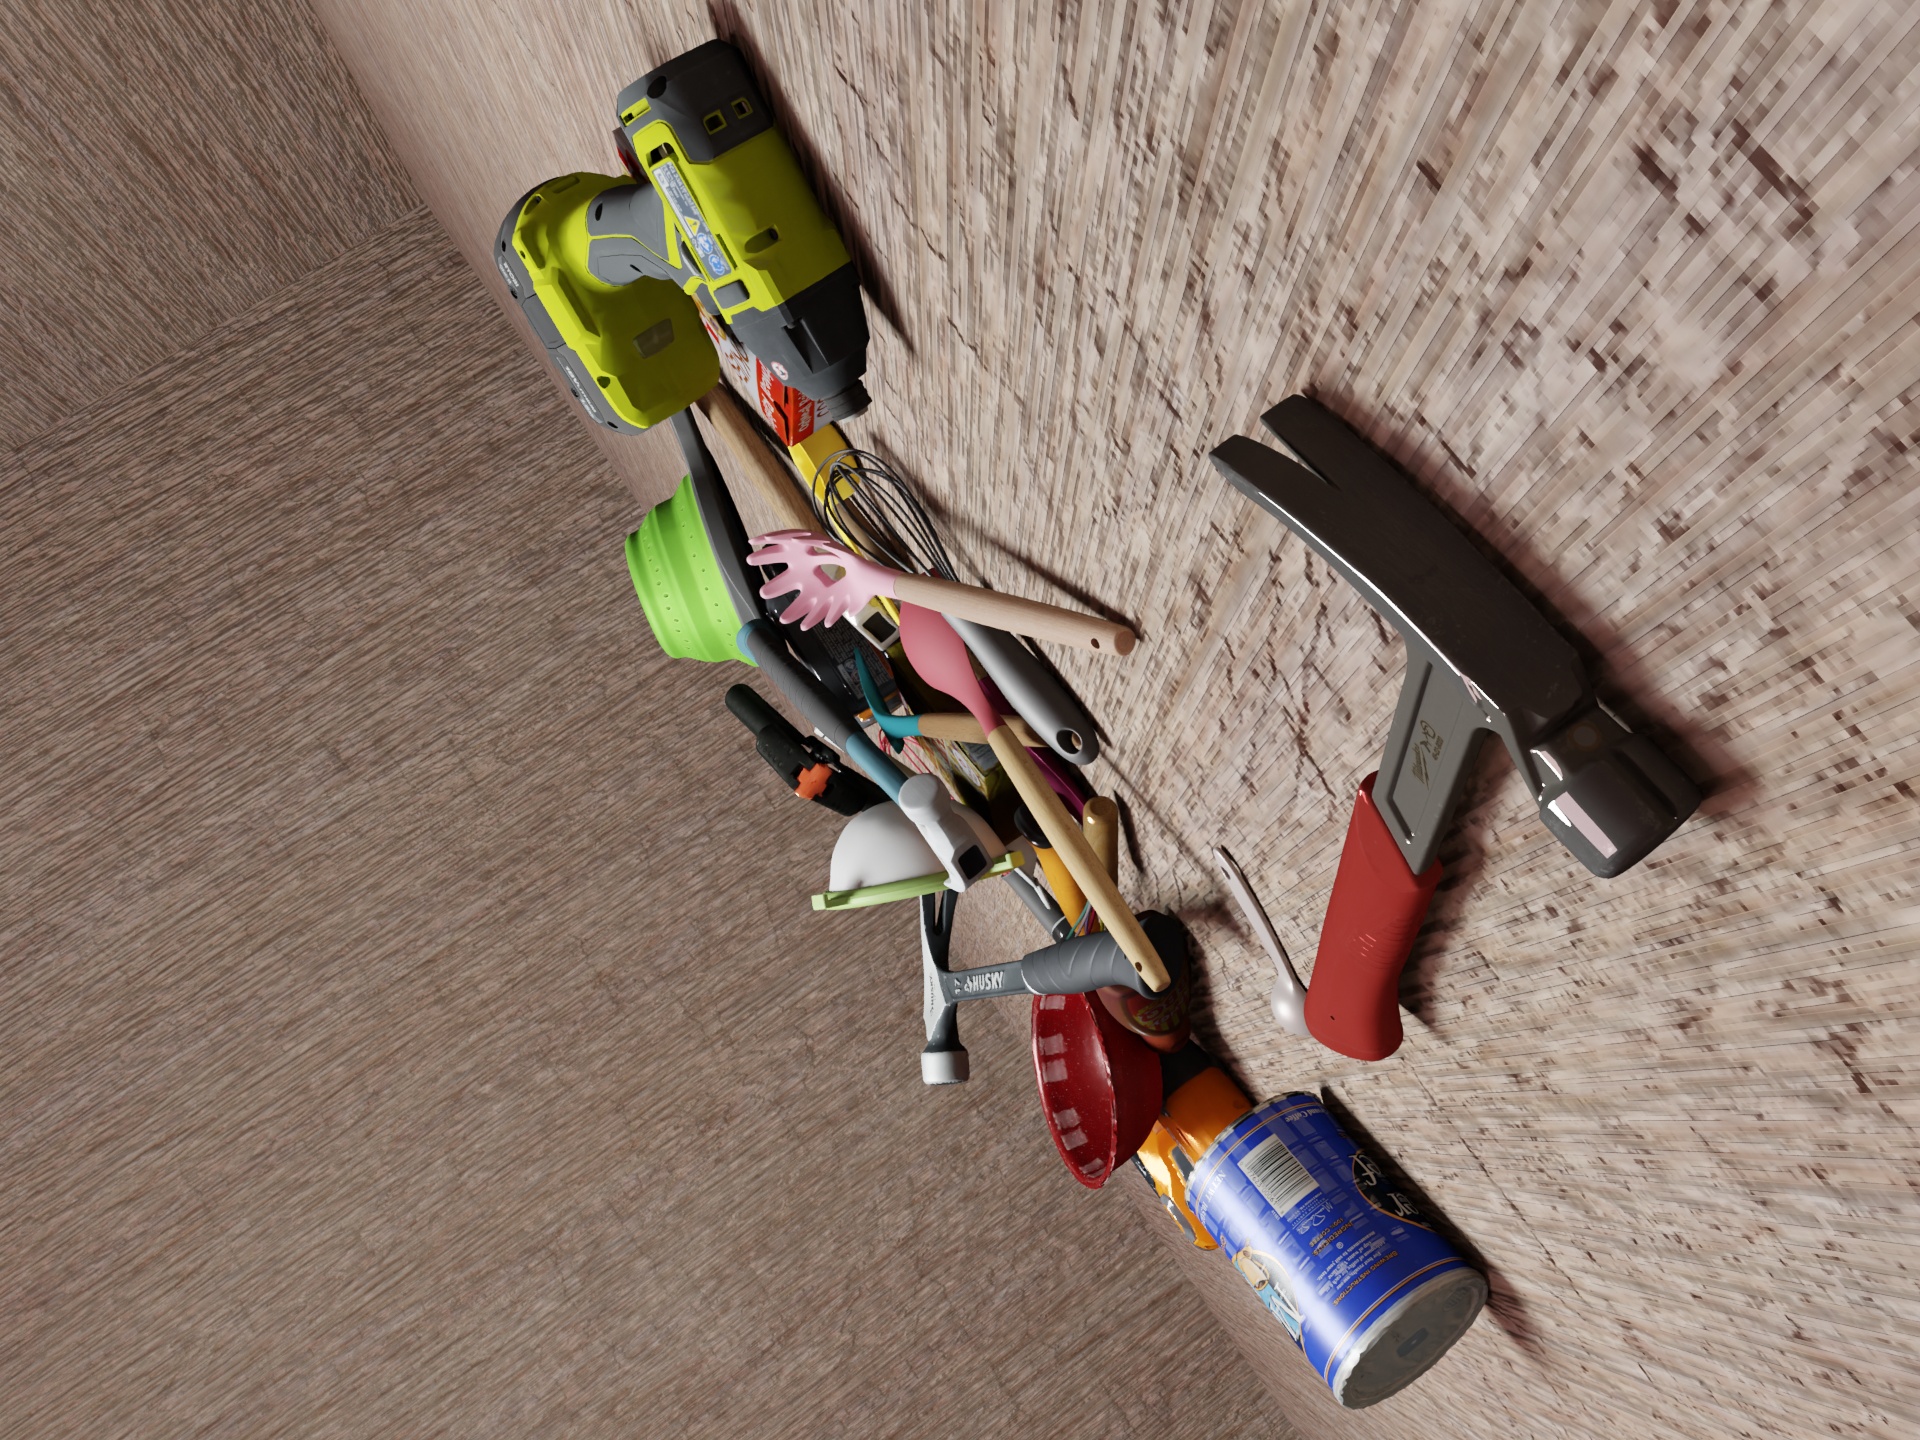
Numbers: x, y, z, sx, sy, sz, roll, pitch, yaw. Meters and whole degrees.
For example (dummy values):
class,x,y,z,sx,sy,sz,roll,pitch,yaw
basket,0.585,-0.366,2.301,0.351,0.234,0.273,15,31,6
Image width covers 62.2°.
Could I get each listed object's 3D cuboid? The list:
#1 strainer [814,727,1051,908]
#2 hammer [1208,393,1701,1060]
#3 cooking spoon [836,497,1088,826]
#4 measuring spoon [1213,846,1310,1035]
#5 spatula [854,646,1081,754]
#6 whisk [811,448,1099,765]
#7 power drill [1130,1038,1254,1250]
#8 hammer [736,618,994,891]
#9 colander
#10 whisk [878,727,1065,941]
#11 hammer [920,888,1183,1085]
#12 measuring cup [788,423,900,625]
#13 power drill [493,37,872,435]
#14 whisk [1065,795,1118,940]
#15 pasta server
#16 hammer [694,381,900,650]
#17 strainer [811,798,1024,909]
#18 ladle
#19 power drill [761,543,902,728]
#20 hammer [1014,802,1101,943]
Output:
class,x,y,z,sx,sy,sz,roll,pitch,yaw
strainer,-0.020,0.061,1.281,0.258,0.050,0.087,34,176,-6
hammer,0.140,0.044,0.545,0.149,0.037,0.358,52,170,25
cooking spoon,-0.001,-0.044,1.052,0.319,0.017,0.068,52,174,19
measuring spoon,0.152,0.116,0.814,0.124,0.018,0.034,60,171,-22
spatula,-0.002,-0.003,1.036,0.318,0.044,0.082,5,123,61
whisk,-0.004,-0.064,0.903,0.239,0.055,0.055,49,170,15
power drill,0.183,0.321,1.240,0.164,0.084,0.226,52,167,23
hammer,-0.077,0.011,1.112,0.331,0.033,0.128,43,169,46
colander,-0.241,-0.184,1.285,0.205,0.094,0.396,-113,4,-60
whisk,0.031,0.112,1.363,0.296,0.073,0.073,49,172,-6
hammer,0.044,0.163,1.045,0.409,0.036,0.149,146,122,-67
measuring cup,-0.065,-0.129,1.038,0.156,0.029,0.062,60,171,-27
power drill,-0.135,-0.216,0.786,0.223,0.080,0.171,4,128,56
whisk,0.090,0.116,1.029,0.051,0.047,0.244,23,151,20
pasta server,-0.020,-0.062,0.821,0.316,0.040,0.060,20,135,54
hammer,-0.129,-0.163,1.190,0.129,0.031,0.332,46,-174,-49
strainer,-0.035,0.091,1.221,0.256,0.151,0.069,122,136,-90
ladle,0.035,0.027,0.914,0.316,0.031,0.069,58,143,33
power drill,-0.110,-0.083,1.323,0.185,0.084,0.226,57,176,0
hammer,0.091,0.145,1.173,0.127,0.034,0.336,52,173,29
